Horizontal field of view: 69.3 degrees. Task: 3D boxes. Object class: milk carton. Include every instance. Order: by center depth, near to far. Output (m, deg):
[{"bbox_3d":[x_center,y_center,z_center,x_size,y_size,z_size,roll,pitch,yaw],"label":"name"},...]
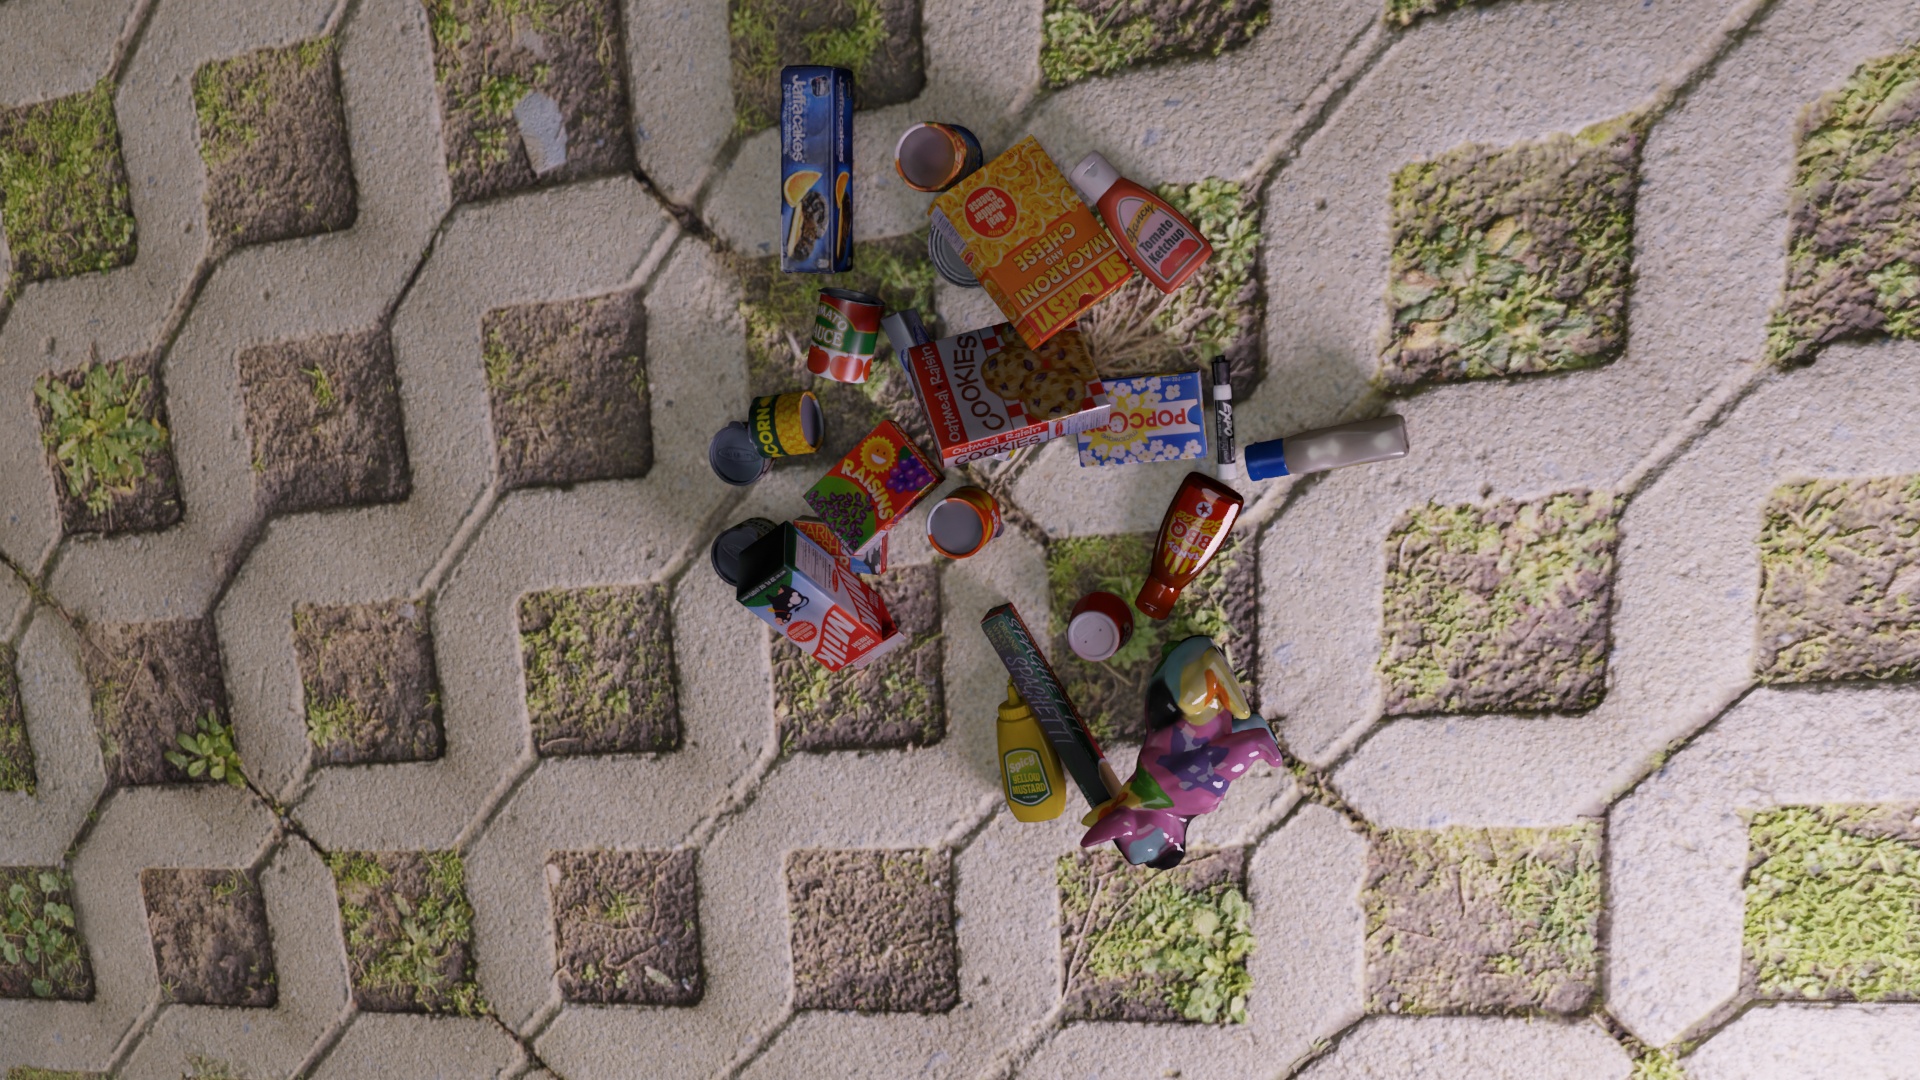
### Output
[{"bbox_3d":[-0.145,0.071,1.469,0.072,0.074,0.190,-34,125,22],"label":"milk carton"}]

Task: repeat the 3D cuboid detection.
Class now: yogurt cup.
[{"bbox_3d":[0.141,0.090,1.422,0.072,0.054,0.072,4,104,16],"label":"yogurt cup"}]

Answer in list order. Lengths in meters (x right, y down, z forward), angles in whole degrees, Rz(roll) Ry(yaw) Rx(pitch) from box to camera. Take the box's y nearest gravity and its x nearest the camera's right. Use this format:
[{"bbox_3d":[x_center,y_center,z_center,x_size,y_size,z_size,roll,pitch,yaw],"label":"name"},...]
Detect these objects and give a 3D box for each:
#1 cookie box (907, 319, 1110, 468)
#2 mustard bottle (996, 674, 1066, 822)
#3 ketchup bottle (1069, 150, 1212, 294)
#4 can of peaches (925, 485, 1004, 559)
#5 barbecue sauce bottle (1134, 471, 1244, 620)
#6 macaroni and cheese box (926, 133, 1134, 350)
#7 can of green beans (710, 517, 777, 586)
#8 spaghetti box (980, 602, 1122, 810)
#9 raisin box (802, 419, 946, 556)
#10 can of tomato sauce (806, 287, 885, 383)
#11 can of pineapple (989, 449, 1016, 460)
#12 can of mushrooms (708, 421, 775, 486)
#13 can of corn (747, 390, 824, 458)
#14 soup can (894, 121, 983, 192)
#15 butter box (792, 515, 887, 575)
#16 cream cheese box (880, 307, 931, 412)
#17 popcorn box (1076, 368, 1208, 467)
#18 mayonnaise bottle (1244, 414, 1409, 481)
[{"bbox_3d":[0.044,-0.148,1.337,0.168,0.040,0.123,-16,63,-5],"label":"cookie box"},{"bbox_3d":[0.068,0.219,1.478,0.065,0.049,0.160,-12,100,17],"label":"mustard bottle"},{"bbox_3d":[0.168,-0.307,1.323,0.064,0.043,0.149,-45,87,9],"label":"ketchup bottle"},{"bbox_3d":[0.005,-0.018,1.434,0.071,0.058,0.071,4,104,16],"label":"can of peaches"},{"bbox_3d":[0.222,0.009,1.384,0.065,0.044,0.148,28,110,7],"label":"barbecue sauce bottle"},{"bbox_3d":[0.067,-0.284,1.326,0.124,0.040,0.166,-38,91,-16],"label":"macaroni and cheese box"},{"bbox_3d":[-0.229,0.012,1.511,0.071,0.058,0.071,4,105,16],"label":"can of green beans"},{"bbox_3d":[0.099,0.179,1.459,0.028,0.050,0.250,-30,93,19],"label":"spaghetti box"},{"bbox_3d":[-0.090,-0.055,1.449,0.123,0.040,0.086,-42,80,12],"label":"raisin box"},{"bbox_3d":[-0.119,-0.210,1.418,0.071,0.071,0.082,18,108,12],"label":"can of tomato sauce"},{"bbox_3d":[0.036,-0.122,1.397,0.071,0.071,0.057,33,111,7],"label":"can of pineapple"},{"bbox_3d":[-0.235,-0.096,1.500,0.071,0.033,0.071,4,105,16],"label":"can of mushrooms"},{"bbox_3d":[-0.183,-0.121,1.458,0.058,0.071,0.071,-6,102,17],"label":"can of corn"},{"bbox_3d":[-0.019,-0.368,1.342,0.071,0.084,0.071,4,105,15],"label":"soup can"},{"bbox_3d":[-0.130,0.005,1.498,0.103,0.024,0.053,6,104,15],"label":"butter box"},{"bbox_3d":[-0.042,-0.185,1.410,0.024,0.053,0.103,-22,96,23],"label":"cream cheese box"},{"bbox_3d":[0.176,-0.120,1.369,0.126,0.038,0.085,-4,101,18],"label":"popcorn box"},{"bbox_3d":[0.346,-0.086,1.316,0.148,0.065,0.041,-10,98,23],"label":"mayonnaise bottle"}]
